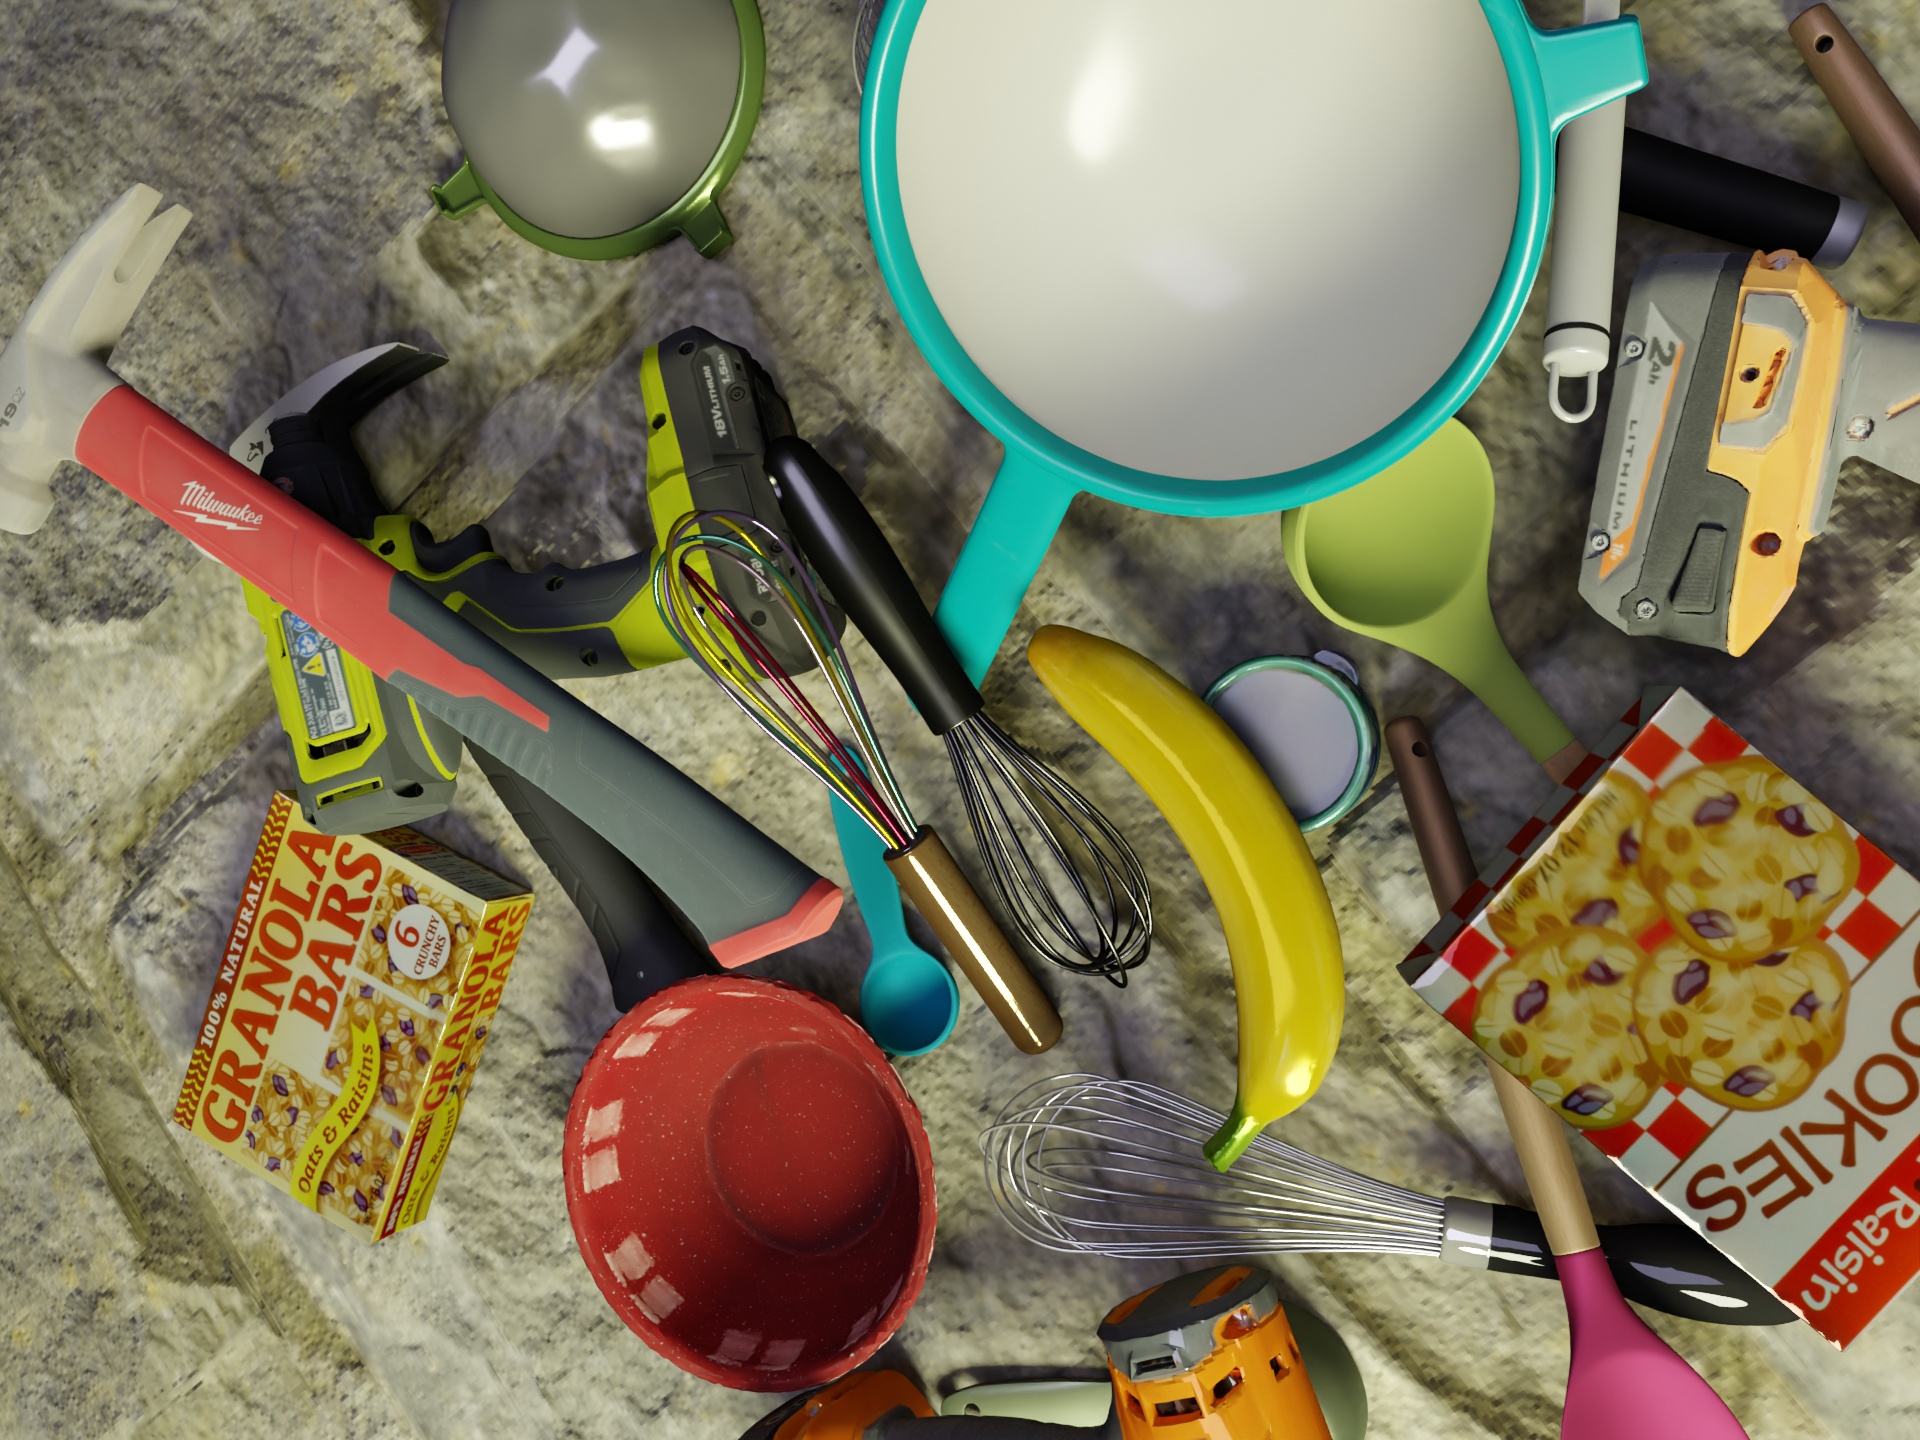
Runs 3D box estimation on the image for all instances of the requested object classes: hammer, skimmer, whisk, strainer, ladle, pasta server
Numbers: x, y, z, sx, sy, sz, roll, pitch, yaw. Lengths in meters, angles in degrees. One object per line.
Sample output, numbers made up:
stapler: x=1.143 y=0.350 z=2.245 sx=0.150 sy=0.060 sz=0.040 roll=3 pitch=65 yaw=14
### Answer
hammer: x=-0.198 y=-0.046 z=0.581 sx=0.386 sy=0.038 sz=0.143 roll=33 pitch=93 yaw=11
skimmer: x=0.128 y=-0.222 z=0.574 sx=0.363 sy=0.090 sz=0.127 roll=20 pitch=99 yaw=9
whisk: x=0.143 y=0.173 z=0.556 sx=0.284 sy=0.070 sz=0.070 roll=6 pitch=92 yaw=16
whisk: x=-0.034 y=0.030 z=0.577 sx=0.051 sy=0.047 sz=0.244 roll=-31 pitch=108 yaw=9
strainer: x=0.059 y=-0.136 z=0.545 sx=0.211 sy=0.095 sz=0.340 roll=31 pitch=132 yaw=5
whisk: x=-0.001 y=-0.001 z=0.582 sx=0.055 sy=0.055 sz=0.239 roll=-31 pitch=98 yaw=18
hammer: x=-0.209 y=-0.014 z=0.694 sx=0.146 sy=0.035 sz=0.335 roll=-41 pitch=77 yaw=16
ladle: x=0.219 y=0.030 z=0.527 sx=0.078 sy=0.062 sz=0.320 roll=-36 pitch=81 yaw=-3
pasta server: x=0.344 y=-0.093 z=0.490 sx=0.060 sy=0.040 sz=0.316 roll=-33 pitch=77 yaw=33
strainer: x=0.204 y=-0.215 z=0.503 sx=0.087 sy=0.050 sz=0.258 roll=11 pitch=78 yaw=-10
strainer: x=-0.150 y=-0.324 z=0.653 sx=0.151 sy=0.069 sz=0.256 roll=14 pitch=97 yaw=20

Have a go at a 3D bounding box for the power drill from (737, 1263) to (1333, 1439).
power drill: x=0.036 y=0.295 z=0.553 sx=0.226 sy=0.084 sz=0.164 roll=-26 pitch=79 yaw=30

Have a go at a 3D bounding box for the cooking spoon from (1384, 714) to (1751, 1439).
cooking spoon: x=0.193 y=0.147 z=0.521 sx=0.068 sy=0.017 sz=0.319 roll=-11 pitch=72 yaw=-6

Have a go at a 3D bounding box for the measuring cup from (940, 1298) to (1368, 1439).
measuring cup: x=0.065 y=0.260 z=0.592 sx=0.167 sy=0.038 sz=0.083 roll=-11 pitch=87 yaw=19

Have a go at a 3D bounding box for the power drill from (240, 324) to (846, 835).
power drill: x=-0.172 y=-0.065 z=0.632 sx=0.223 sy=0.080 sz=0.171 roll=-16 pitch=84 yaw=7

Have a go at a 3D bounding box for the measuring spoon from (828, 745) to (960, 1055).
measuring spoon: x=-0.029 y=0.071 z=0.642 sx=0.042 sy=0.021 sz=0.129 roll=-22 pitch=74 yaw=20

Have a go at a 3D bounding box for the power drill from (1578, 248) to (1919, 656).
power drill: x=0.306 y=-0.046 z=0.461 sx=0.226 sy=0.084 sz=0.185 roll=12 pitch=100 yaw=31
